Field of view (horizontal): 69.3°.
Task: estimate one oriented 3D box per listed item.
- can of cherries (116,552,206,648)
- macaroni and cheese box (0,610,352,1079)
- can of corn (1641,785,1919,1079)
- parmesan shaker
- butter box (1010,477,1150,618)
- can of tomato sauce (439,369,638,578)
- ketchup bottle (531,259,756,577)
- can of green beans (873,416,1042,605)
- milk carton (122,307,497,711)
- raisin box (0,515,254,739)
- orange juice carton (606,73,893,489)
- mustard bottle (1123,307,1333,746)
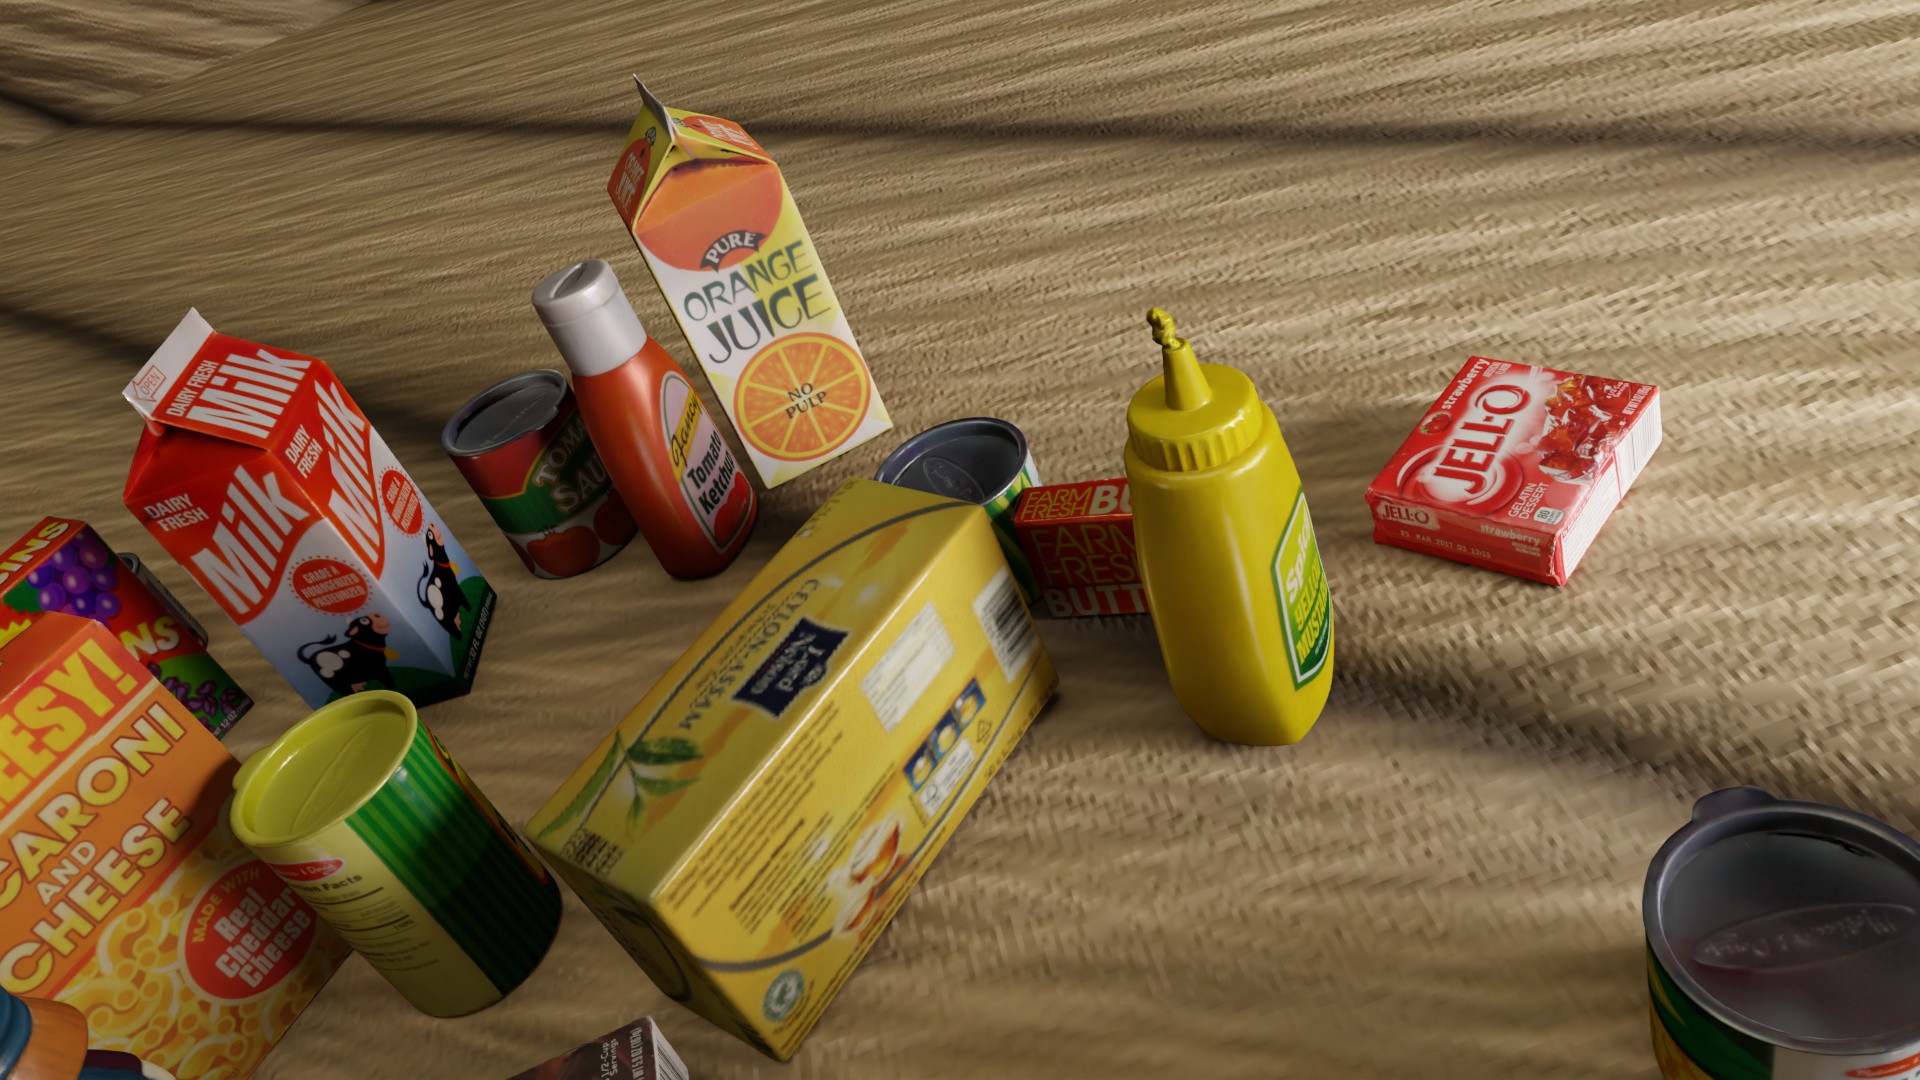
[{"bbox_3d":[-0.449,0.051,0.736,0.071,0.058,0.072,-14,37,12],"label":"can of cherries"},{"bbox_3d":[-0.296,0.125,0.473,0.040,0.165,0.124,4,44,32],"label":"macaroni and cheese box"},{"bbox_3d":[0.198,0.104,0.330,0.071,0.058,0.071,-14,37,12],"label":"can of corn"},{"bbox_3d":[-0.197,0.111,0.491,0.071,0.102,0.072,-15,37,12],"label":"parmesan shaker"},{"bbox_3d":[0.076,0.002,0.525,0.103,0.053,0.024,-4,41,24],"label":"butter box"},{"bbox_3d":[-0.204,-0.032,0.689,0.071,0.082,0.071,-15,37,12],"label":"can of tomato sauce"},{"bbox_3d":[-0.143,-0.055,0.631,0.043,0.148,0.065,-7,40,21],"label":"ketchup bottle"},{"bbox_3d":[0.004,-0.008,0.571,0.071,0.057,0.071,-14,37,12],"label":"can of green beans"},{"bbox_3d":[-0.293,-0.009,0.617,0.073,0.189,0.073,-17,37,9],"label":"milk carton"},{"bbox_3d":[-0.405,0.063,0.644,0.040,0.123,0.086,4,44,32],"label":"raisin box"},{"bbox_3d":[-0.107,-0.127,0.664,0.073,0.191,0.072,-28,37,-6],"label":"orange juice carton"},{"bbox_3d":[0.083,-0.004,0.440,0.049,0.159,0.066,2,43,30],"label":"mustard bottle"}]
